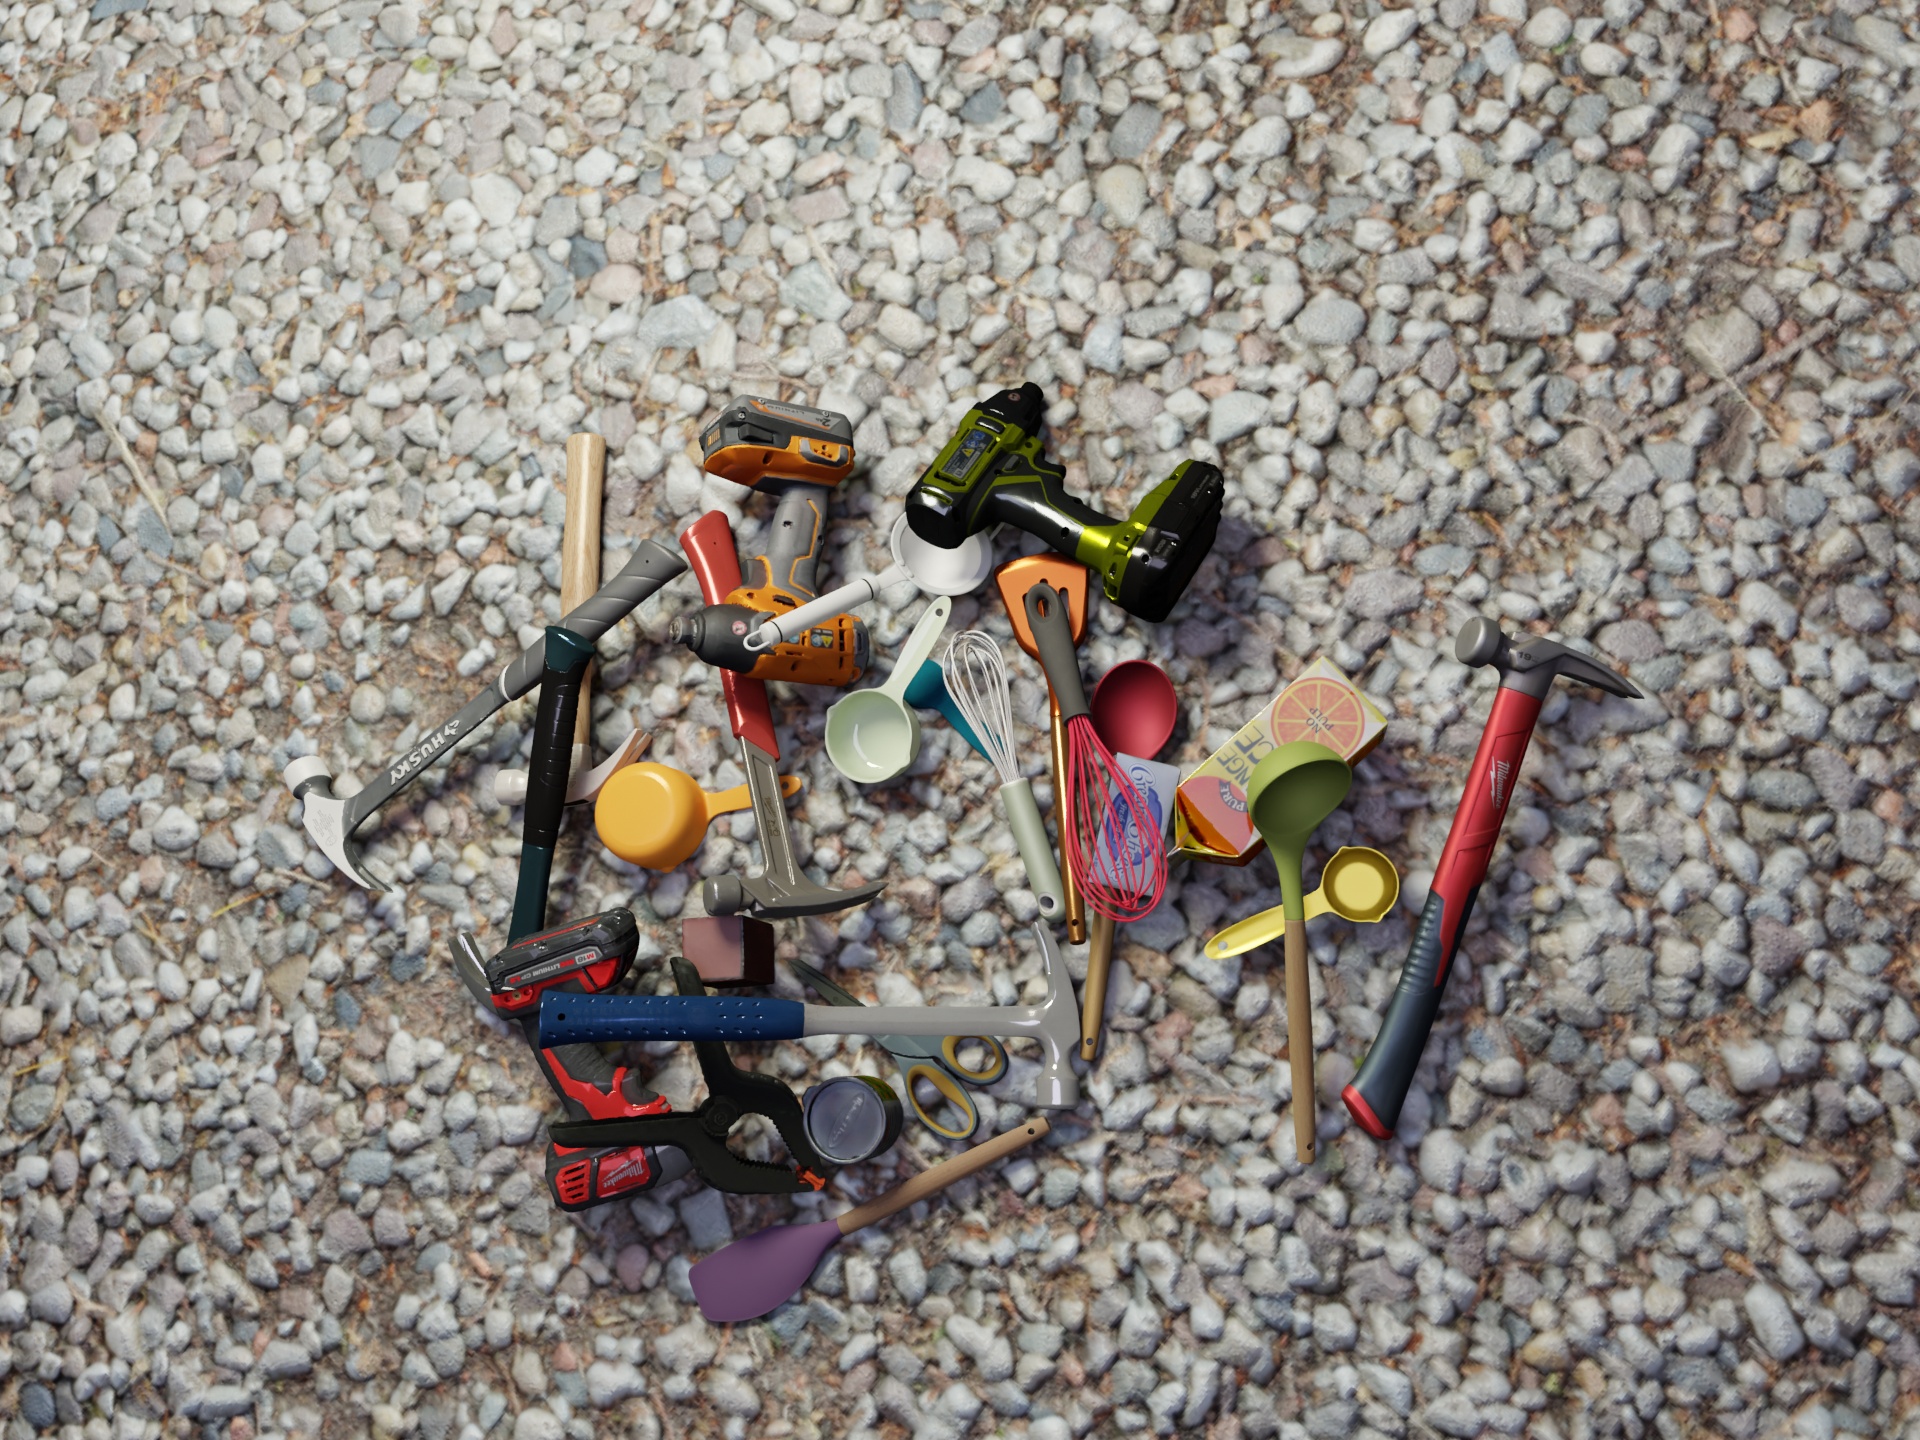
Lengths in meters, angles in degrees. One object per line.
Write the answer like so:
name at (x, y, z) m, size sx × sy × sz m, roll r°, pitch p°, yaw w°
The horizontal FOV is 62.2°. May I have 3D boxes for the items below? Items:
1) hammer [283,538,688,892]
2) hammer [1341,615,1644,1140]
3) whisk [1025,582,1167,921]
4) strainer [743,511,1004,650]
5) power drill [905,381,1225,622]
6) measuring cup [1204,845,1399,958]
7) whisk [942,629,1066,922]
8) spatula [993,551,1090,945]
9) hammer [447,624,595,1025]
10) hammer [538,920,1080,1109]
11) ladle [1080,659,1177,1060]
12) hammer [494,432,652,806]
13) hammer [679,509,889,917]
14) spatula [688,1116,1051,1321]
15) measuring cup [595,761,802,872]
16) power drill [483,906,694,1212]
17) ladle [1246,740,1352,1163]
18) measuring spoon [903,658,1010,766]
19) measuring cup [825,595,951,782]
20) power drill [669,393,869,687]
hammer at (-0.395, -0.015, 1.348) m, size 0.409 × 0.036 × 0.149 m, roll -37°, pitch 69°, yaw 8°
hammer at (0.381, 0.127, 1.178) m, size 0.143 × 0.038 × 0.386 m, roll 20°, pitch 89°, yaw -10°
whisk at (0.094, 0.017, 1.210) m, size 0.073 × 0.073 × 0.296 m, roll -18°, pitch 61°, yaw 8°
strainer at (-0.069, -0.110, 1.281) m, size 0.258 × 0.050 × 0.087 m, roll -29°, pitch 77°, yaw -31°
power drill at (0.091, -0.183, 1.278) m, size 0.223 × 0.080 × 0.171 m, roll 26°, pitch 62°, yaw 17°
measuring cup at (0.259, 0.147, 1.216) m, size 0.156 × 0.029 × 0.062 m, roll -26°, pitch 75°, yaw 8°
whisk at (0.040, 0.043, 1.267) m, size 0.058 × 0.059 × 0.246 m, roll -22°, pitch 82°, yaw 31°
spatula at (0.078, 0.018, 1.253) m, size 0.081 × 0.041 × 0.323 m, roll -8°, pitch 65°, yaw 10°
hammer at (-0.343, 0.088, 1.308) m, size 0.128 × 0.033 × 0.331 m, roll 11°, pitch 97°, yaw 13°
hammer at (-0.108, 0.220, 1.200) m, size 0.405 × 0.035 × 0.144 m, roll 2°, pitch 76°, yaw -11°
ladle at (0.121, 0.109, 1.251) m, size 0.069 × 0.031 × 0.315 m, roll 7°, pitch 83°, yaw 7°
hammer at (-0.330, -0.090, 1.382) m, size 0.130 × 0.031 × 0.331 m, roll -2°, pitch 78°, yaw 12°
hammer at (-0.166, -0.012, 1.311) m, size 0.149 × 0.036 × 0.359 m, roll -1°, pitch 65°, yaw -29°
spatula at (-0.070, 0.386, 1.241) m, size 0.316 × 0.018 × 0.060 m, roll -29°, pitch 76°, yaw 6°
measuring cup at (-0.220, 0.068, 1.316) m, size 0.173 × 0.052 × 0.095 m, roll -14°, pitch 77°, yaw 11°
power drill at (-0.279, 0.268, 1.257) m, size 0.143 × 0.078 × 0.219 m, roll -17°, pitch 94°, yaw 2°
ladle at (0.250, 0.172, 1.154) m, size 0.078 × 0.062 × 0.320 m, roll -7°, pitch 98°, yaw -17°
measuring spoon at (-0.002, -0.004, 1.301) m, size 0.129 × 0.021 × 0.042 m, roll 42°, pitch 90°, yaw 16°
measuring cup at (-0.047, -0.026, 1.292) m, size 0.083 × 0.038 × 0.167 m, roll 32°, pitch 98°, yaw 17°
power drill at (-0.159, -0.143, 1.296) m, size 0.164 × 0.084 × 0.227 m, roll 5°, pitch 75°, yaw -32°
